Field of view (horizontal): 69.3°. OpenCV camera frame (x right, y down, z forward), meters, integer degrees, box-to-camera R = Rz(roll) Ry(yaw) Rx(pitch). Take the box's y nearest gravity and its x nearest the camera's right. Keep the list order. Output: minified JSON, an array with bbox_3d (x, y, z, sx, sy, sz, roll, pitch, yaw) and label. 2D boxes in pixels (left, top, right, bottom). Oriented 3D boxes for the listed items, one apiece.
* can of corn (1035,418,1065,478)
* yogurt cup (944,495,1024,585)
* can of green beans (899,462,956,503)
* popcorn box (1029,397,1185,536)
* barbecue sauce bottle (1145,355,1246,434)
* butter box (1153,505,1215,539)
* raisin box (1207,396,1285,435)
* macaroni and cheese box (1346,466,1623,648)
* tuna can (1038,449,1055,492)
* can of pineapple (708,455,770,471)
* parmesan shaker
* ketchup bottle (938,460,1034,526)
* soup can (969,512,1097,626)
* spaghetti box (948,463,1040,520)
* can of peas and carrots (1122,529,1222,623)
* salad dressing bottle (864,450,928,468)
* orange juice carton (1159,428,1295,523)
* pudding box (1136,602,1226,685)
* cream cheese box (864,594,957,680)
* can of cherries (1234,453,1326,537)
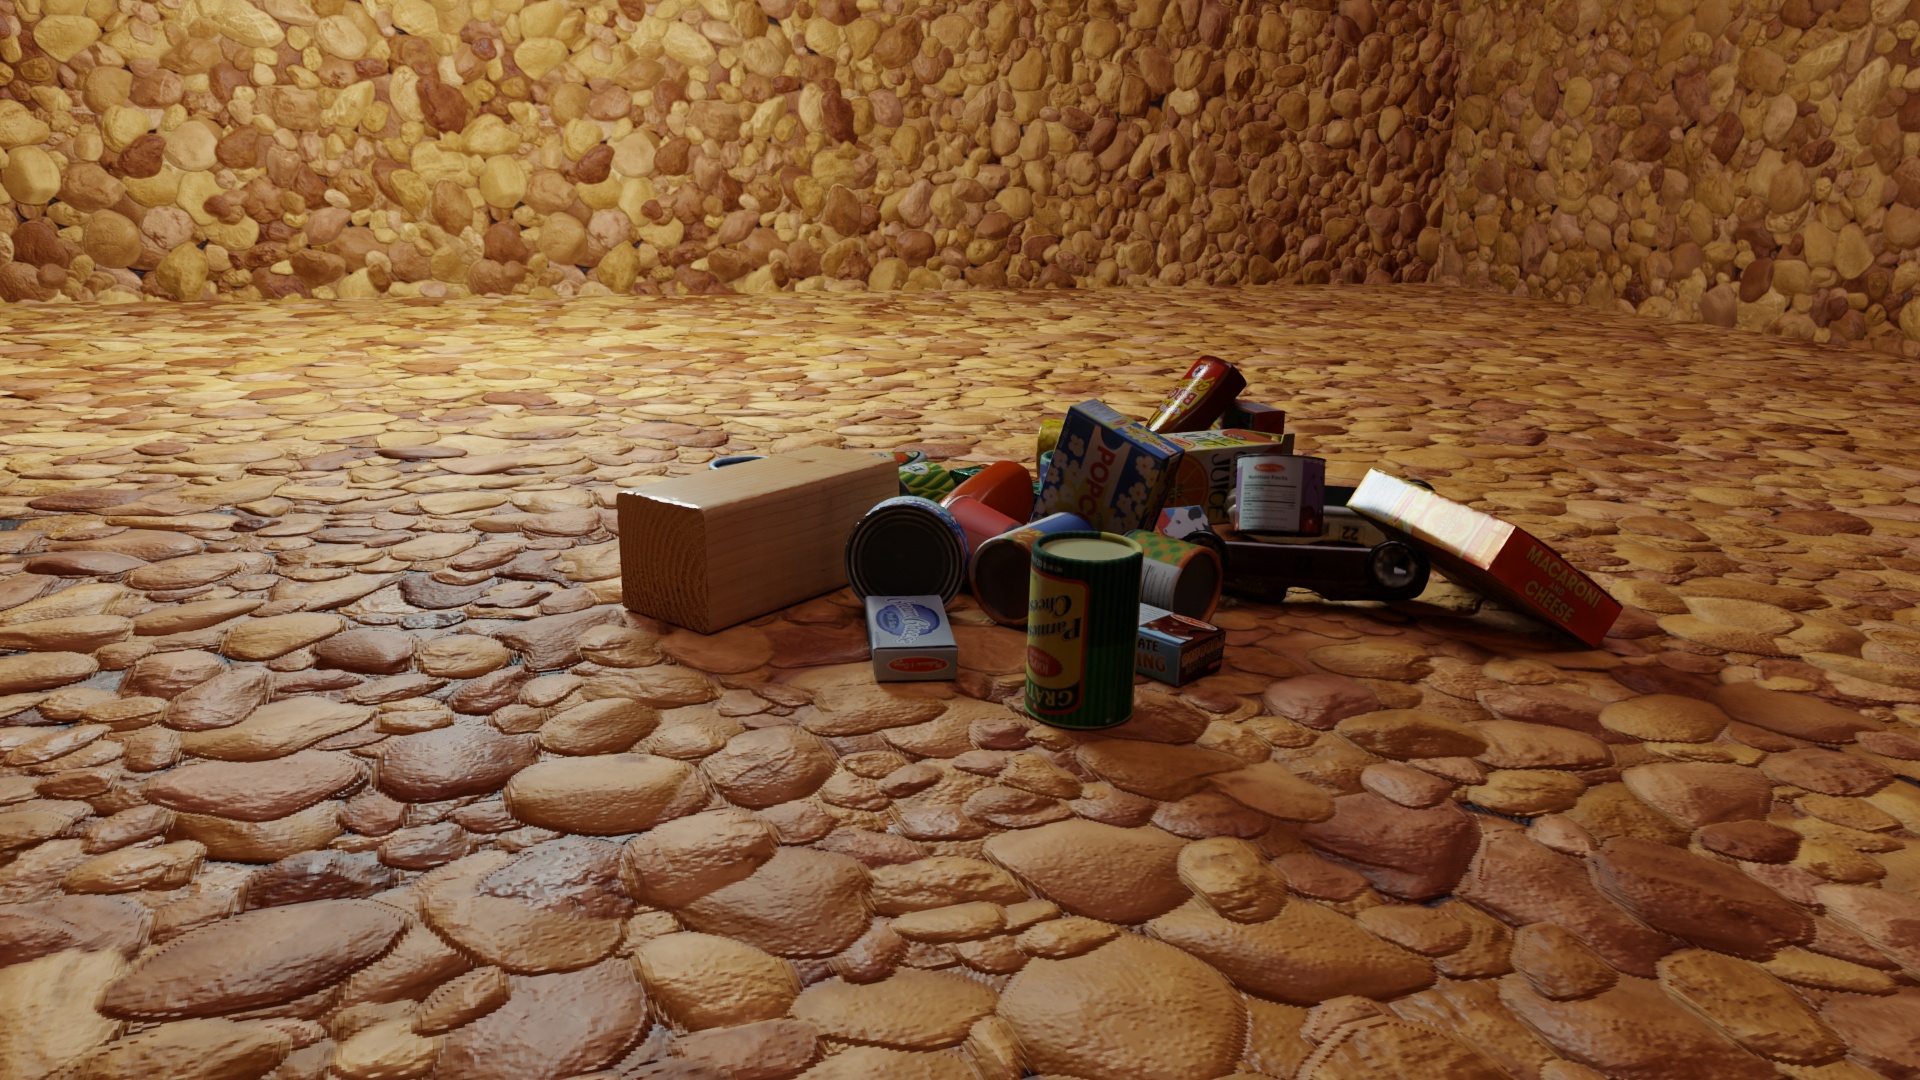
[{"bbox_3d":[0.109,-0.088,1.370,0.058,0.071,0.071,5,16,15],"label":"can of corn"},{"bbox_3d":[0.015,0.005,1.055,0.054,0.072,0.072,20,23,29],"label":"yogurt cup"},{"bbox_3d":[-0.043,-0.030,1.161,0.071,0.071,0.058,14,20,37],"label":"can of green beans"},{"bbox_3d":[0.105,-0.031,1.036,0.085,0.126,0.038,33,34,25],"label":"popcorn box"},{"bbox_3d":[0.213,-0.114,1.365,0.043,0.148,0.065,44,-6,-28],"label":"barbecue sauce bottle"},{"bbox_3d":[0.154,0.001,1.112,0.104,0.024,0.053,-5,48,-21],"label":"butter box"},{"bbox_3d":[0.275,-0.101,1.403,0.040,0.085,0.123,-7,18,-22],"label":"raisin box"},{"bbox_3d":[0.377,0.009,1.011,0.123,0.040,0.167,31,4,-24],"label":"macaroni and cheese box"},{"bbox_3d":[0.102,-0.059,1.228,0.071,0.032,0.071,2,16,-1],"label":"tuna can"},{"bbox_3d":[-0.183,-0.039,1.194,0.071,0.057,0.071,1,16,0],"label":"can of pineapple"},{"bbox_3d":[0.071,0.051,0.827,0.071,0.102,0.071,1,16,0],"label":"parmesan shaker"},{"bbox_3d":[0.004,-0.014,1.128,0.043,0.064,0.149,19,31,29],"label":"ketchup bottle"},{"bbox_3d":[0.058,0.022,0.997,0.071,0.071,0.084,13,20,34],"label":"soup can"},{"bbox_3d":[0.089,-0.031,1.246,0.050,0.028,0.250,-12,21,-43],"label":"spaghetti box"},{"bbox_3d":[0.144,0.029,0.974,0.059,0.070,0.071,17,22,41],"label":"can of peas and carrots"},{"bbox_3d":[-0.105,-0.059,1.296,0.148,0.043,0.064,-4,18,-16],"label":"salad dressing bottle"},{"bbox_3d":[0.227,-0.059,1.280,0.193,0.071,0.073,-6,18,-24],"label":"orange juice carton"},{"bbox_3d":[0.125,0.065,0.913,0.084,0.030,0.050,17,21,42],"label":"pudding box"},{"bbox_3d":[-0.034,0.063,0.917,0.053,0.024,0.104,0,16,-7],"label":"cream cheese box"},{"bbox_3d":[0.243,-0.033,1.049,0.071,0.058,0.071,3,-3,0],"label":"can of cherries"}]
